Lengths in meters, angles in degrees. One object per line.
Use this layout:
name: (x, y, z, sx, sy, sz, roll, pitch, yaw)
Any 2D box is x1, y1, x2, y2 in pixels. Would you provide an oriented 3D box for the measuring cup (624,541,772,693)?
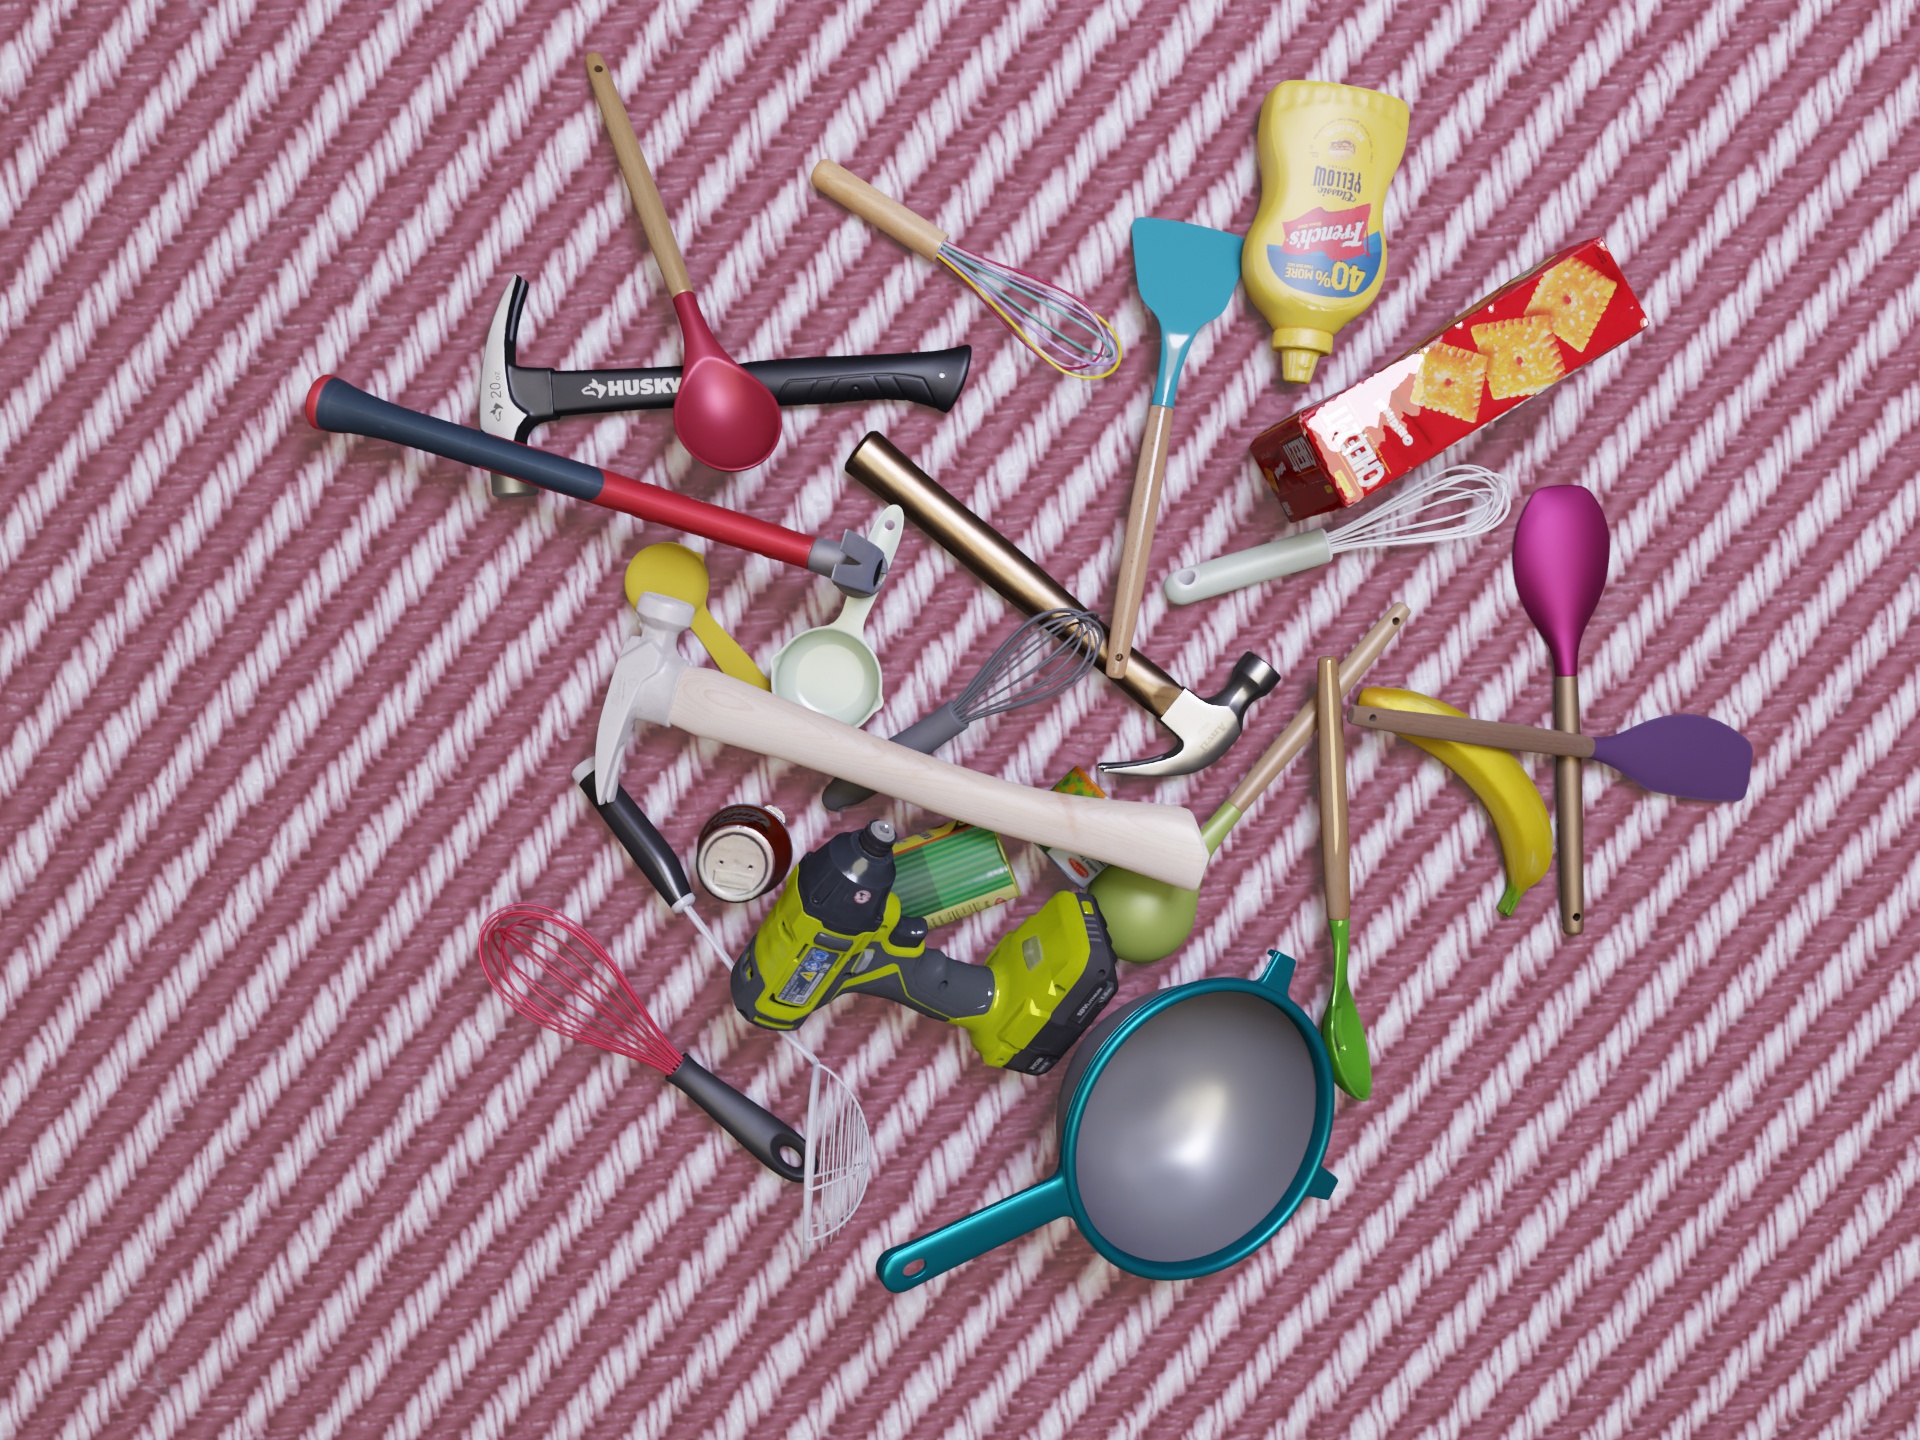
measuring cup: (-0.173, -0.057, 1.101, 0.062, 0.029, 0.156, -39, 93, 2)

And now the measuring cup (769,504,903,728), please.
measuring cup: (-0.074, -0.070, 1.099, 0.083, 0.038, 0.167, 22, 93, -3)

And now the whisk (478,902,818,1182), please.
whisk: (-0.215, 0.231, 1.115, 0.295, 0.073, 0.073, 41, 93, -10)

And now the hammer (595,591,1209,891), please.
hammer: (-0.040, 0.044, 1.051, 0.410, 0.038, 0.146, 18, 94, 6)

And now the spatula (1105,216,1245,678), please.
spatula: (0.132, -0.185, 1.082, 0.082, 0.044, 0.317, 10, 93, -4)

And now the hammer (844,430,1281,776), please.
hammer: (0.056, -0.082, 1.103, 0.331, 0.031, 0.130, 38, 93, -4)

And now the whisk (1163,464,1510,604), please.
whisk: (0.260, -0.123, 1.099, 0.246, 0.059, 0.058, -16, 59, 4)

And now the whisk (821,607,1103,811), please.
whisk: (-0.002, -0.004, 1.084, 0.239, 0.055, 0.055, -34, 95, 19)

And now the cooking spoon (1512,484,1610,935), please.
cooking spoon: (0.429, -0.006, 1.123, 0.069, 0.017, 0.319, -3, 95, 0)

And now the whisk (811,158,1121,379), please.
whisk: (0.003, -0.306, 1.078, 0.245, 0.051, 0.047, 33, 99, -1)

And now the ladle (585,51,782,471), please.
ladle: (-0.193, -0.304, 1.052, 0.069, 0.031, 0.315, -19, 82, -14)

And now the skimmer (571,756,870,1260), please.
skimmer: (-0.177, 0.191, 1.084, 0.090, 0.127, 0.363, -36, 83, -10)

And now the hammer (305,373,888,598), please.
hammer: (-0.237, -0.152, 1.012, 0.386, 0.143, 0.038, 17, 92, 2)

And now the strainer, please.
strainer: (0.088, 0.286, 1.073, 0.340, 0.095, 0.211, -20, 107, -18)

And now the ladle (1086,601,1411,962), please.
ladle: (0.206, 0.040, 1.118, 0.078, 0.062, 0.320, 41, 86, -7)

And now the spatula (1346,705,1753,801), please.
spatula: (0.413, 0.013, 1.100, 0.315, 0.018, 0.060, 7, 91, -13)

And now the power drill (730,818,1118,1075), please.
power drill: (-0.016, 0.149, 1.040, 0.223, 0.080, 0.171, 18, 125, -25)

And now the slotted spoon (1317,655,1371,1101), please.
slotted spoon: (0.262, 0.111, 1.104, 0.031, 0.070, 0.313, 0, 98, 27)

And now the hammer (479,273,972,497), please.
hammer: (-0.159, -0.234, 1.084, 0.334, 0.035, 0.146, -3, 96, -1)
